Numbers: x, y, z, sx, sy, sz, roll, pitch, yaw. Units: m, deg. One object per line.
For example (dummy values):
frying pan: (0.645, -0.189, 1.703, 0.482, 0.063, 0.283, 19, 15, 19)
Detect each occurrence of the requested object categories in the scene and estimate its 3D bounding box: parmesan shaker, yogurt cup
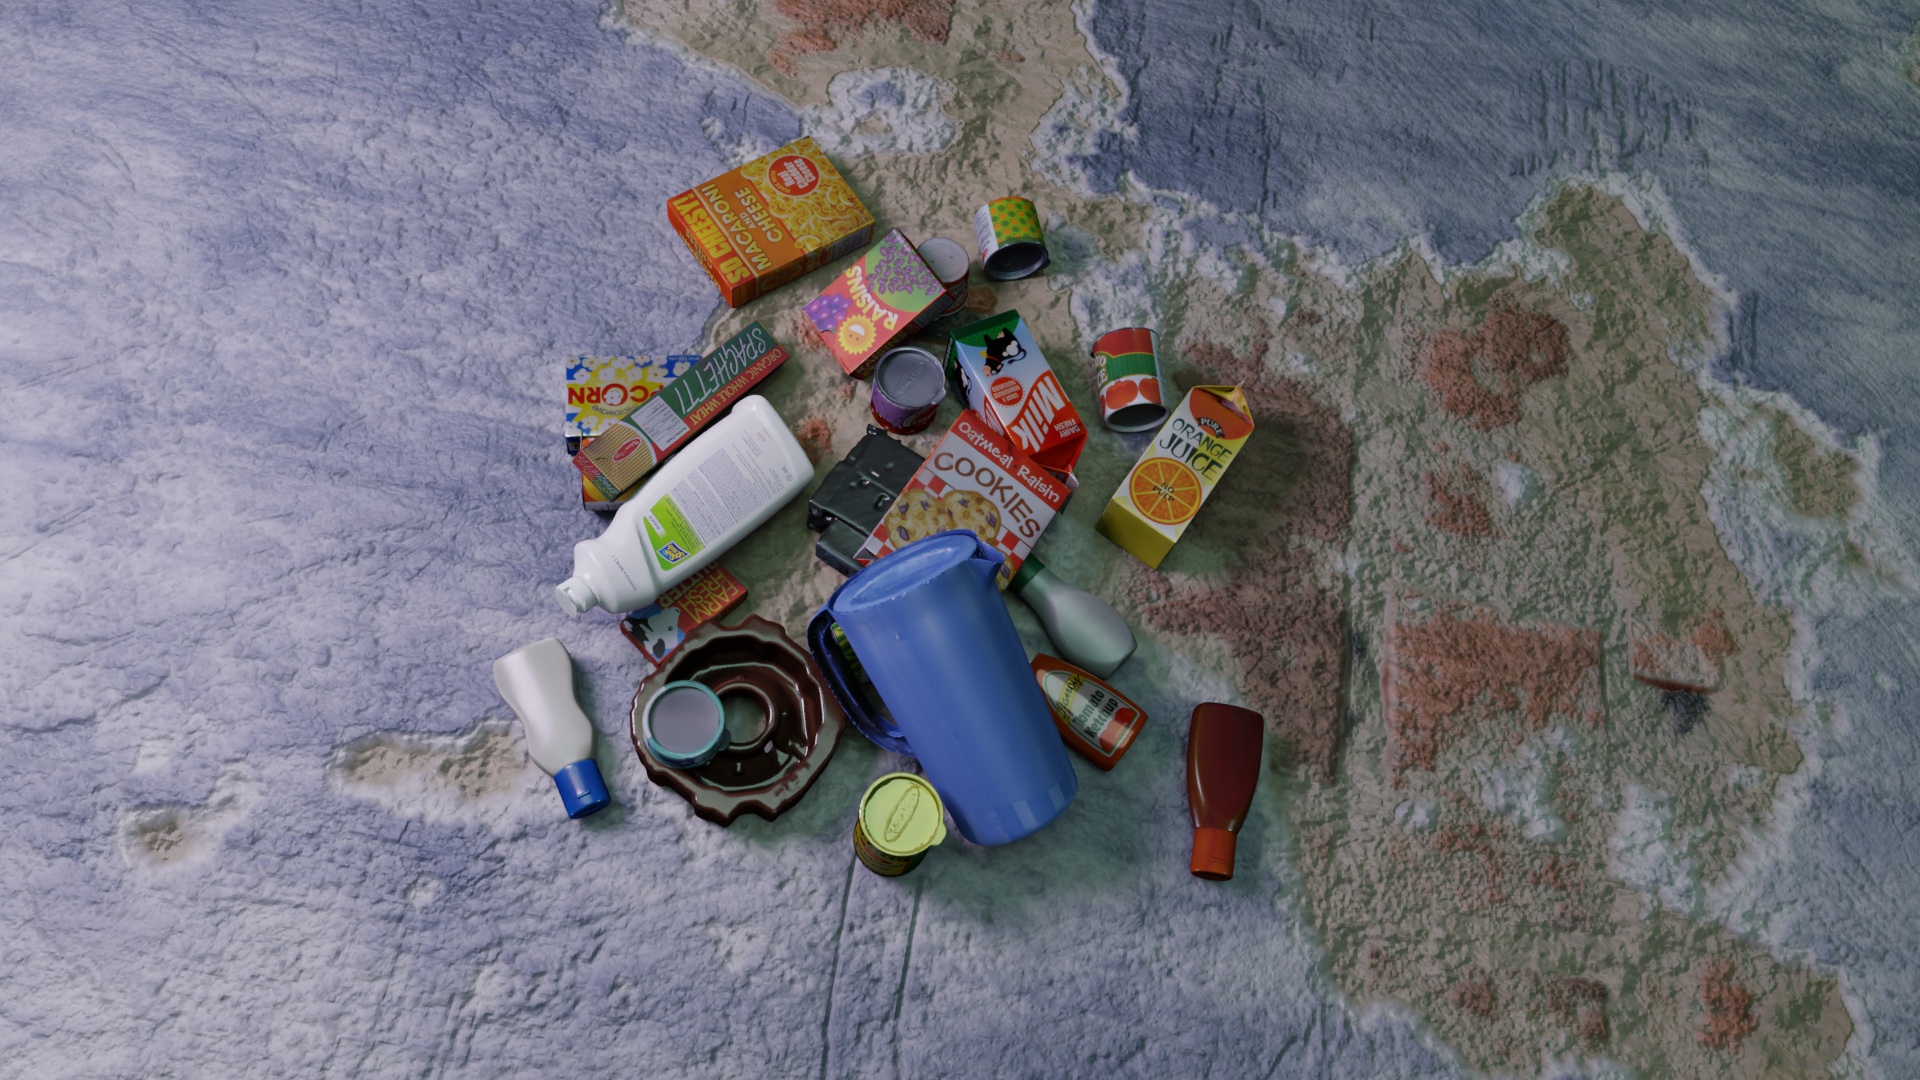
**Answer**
parmesan shaker: (-0.050, 0.234, 1.128, 0.071, 0.102, 0.071, 3, 66, -7)
yogurt cup: (-0.022, -0.264, 1.381, 0.072, 0.053, 0.072, 3, 65, -7)

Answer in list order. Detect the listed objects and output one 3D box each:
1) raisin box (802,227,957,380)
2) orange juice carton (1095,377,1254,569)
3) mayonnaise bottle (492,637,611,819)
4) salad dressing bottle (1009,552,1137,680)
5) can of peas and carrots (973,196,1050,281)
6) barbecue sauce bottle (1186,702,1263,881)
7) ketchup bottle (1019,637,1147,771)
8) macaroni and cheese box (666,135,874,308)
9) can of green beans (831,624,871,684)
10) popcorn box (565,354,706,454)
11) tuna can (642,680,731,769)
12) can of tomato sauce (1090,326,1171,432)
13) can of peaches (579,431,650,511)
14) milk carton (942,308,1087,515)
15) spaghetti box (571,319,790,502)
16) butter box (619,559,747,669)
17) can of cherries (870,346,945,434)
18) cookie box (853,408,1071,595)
raisin box: (-0.078, -0.226, 1.333, 0.123, 0.040, 0.086, -39, 76, 10)
orange juice carton: (0.214, -0.074, 1.322, 0.073, 0.071, 0.193, 35, 66, 7)
mayonnaise bottle: (-0.335, 0.157, 1.154, 0.065, 0.041, 0.148, -23, 73, -16)
salad dressing bottle: (0.092, 0.061, 1.260, 0.148, 0.043, 0.064, 43, 68, 13)
can of peas and carrots: (0.053, -0.305, 1.404, 0.071, 0.070, 0.059, -8, 68, -12)
barbecue sauce bottle: (0.226, 0.219, 1.210, 0.065, 0.043, 0.149, 13, 66, -3)
ketchup bottle: (0.089, 0.136, 1.226, 0.149, 0.043, 0.065, 36, 72, 9)
macaroni and cheese box: (-0.189, -0.318, 1.387, 0.167, 0.040, 0.124, -31, 74, -20)
can of green beans: (-0.083, 0.089, 1.208, 0.058, 0.071, 0.071, -18, 70, -16)
popcorn box: (-0.300, -0.126, 1.285, 0.127, 0.038, 0.085, -2, 67, -10)
tuna can: (-0.220, 0.148, 1.117, 0.071, 0.032, 0.071, 4, 66, -9)
can of tomato sauce: (0.165, -0.156, 1.355, 0.071, 0.071, 0.083, -2, 67, -9)
can of peaches: (-0.307, -0.062, 1.239, 0.058, 0.071, 0.071, -2, 67, -10)
milk carton: (0.059, -0.117, 1.317, 0.073, 0.072, 0.191, -22, 72, -17)
spaghetti box: (-0.244, -0.121, 1.245, 0.050, 0.028, 0.251, 49, 46, -7)
butter box: (-0.242, 0.061, 1.219, 0.053, 0.024, 0.104, 44, 67, 12)
can of cherries: (-0.049, -0.140, 1.319, 0.071, 0.058, 0.072, 4, 65, -8)
cookie box: (0.004, -0.015, 1.225, 0.123, 0.040, 0.168, 38, 65, -5)
